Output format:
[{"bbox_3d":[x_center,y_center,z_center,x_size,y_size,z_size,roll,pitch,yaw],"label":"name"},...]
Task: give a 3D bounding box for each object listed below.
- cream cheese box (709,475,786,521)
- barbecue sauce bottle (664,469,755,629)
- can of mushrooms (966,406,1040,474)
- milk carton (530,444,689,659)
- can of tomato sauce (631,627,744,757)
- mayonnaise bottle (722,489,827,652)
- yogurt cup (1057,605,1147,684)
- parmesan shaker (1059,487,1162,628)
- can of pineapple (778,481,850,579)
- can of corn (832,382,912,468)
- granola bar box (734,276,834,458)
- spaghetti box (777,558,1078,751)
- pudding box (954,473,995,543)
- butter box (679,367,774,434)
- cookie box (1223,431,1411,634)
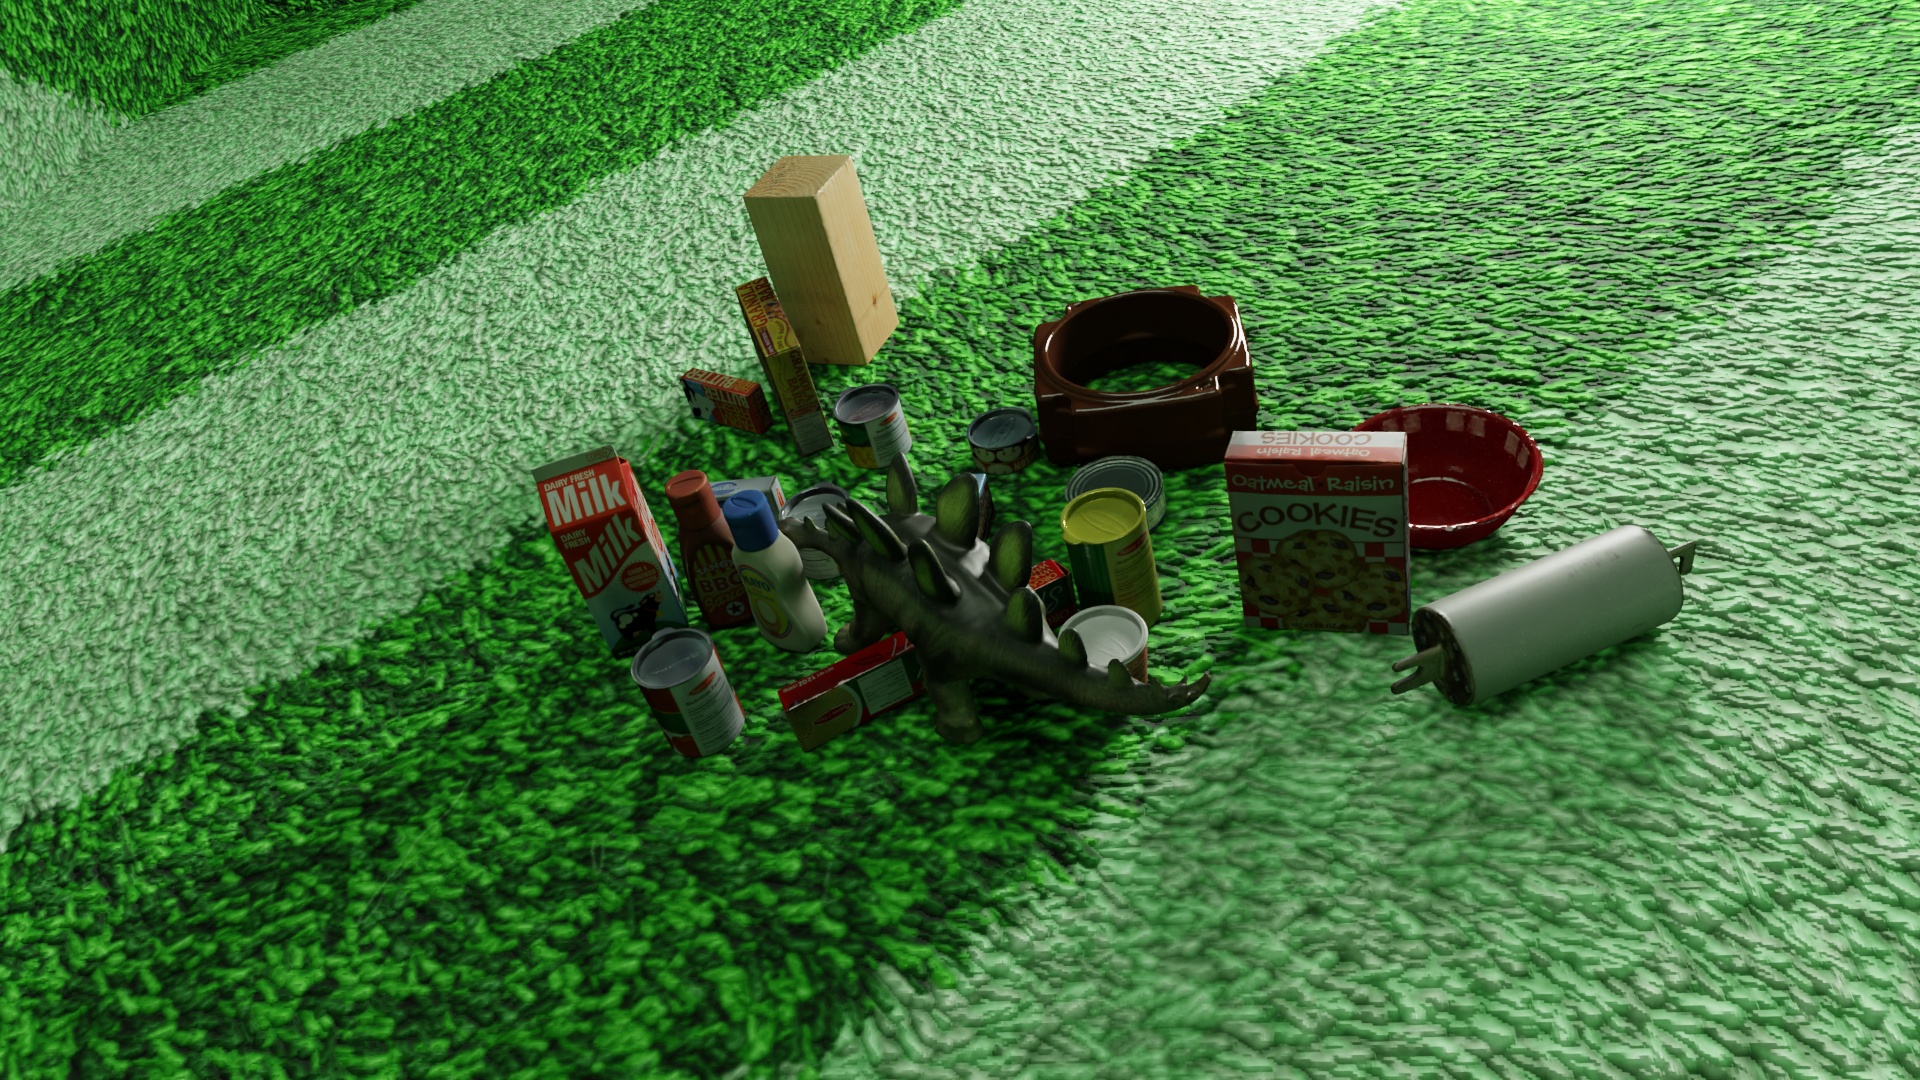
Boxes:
[{"bbox_3d":[-0.216,-0.030,1.308,0.104,0.053,0.024,-5,40,13],"label":"cream cheese box"},{"bbox_3d":[-0.210,0.008,1.185,0.065,0.147,0.044,-16,38,-1],"label":"barbecue sauce bottle"},{"bbox_3d":[0.043,-0.094,1.315,0.071,0.033,0.071,-9,39,8],"label":"can of mushrooms"},{"bbox_3d":[-0.297,0.003,1.186,0.072,0.189,0.074,-19,38,-4],"label":"milk carton"},{"bbox_3d":[-0.216,0.120,1.102,0.071,0.082,0.071,-10,39,8],"label":"can of tomato sauce"},{"bbox_3d":[-0.157,0.025,1.145,0.065,0.147,0.041,16,48,34],"label":"mayonnaise bottle"},{"bbox_3d":[0.111,0.090,1.051,0.072,0.053,0.073,-10,39,8],"label":"yogurt cup"},{"bbox_3d":[0.117,0.020,1.095,0.071,0.102,0.072,-10,39,8],"label":"parmesan shaker"},{"bbox_3d":[-0.122,-0.009,1.247,0.071,0.057,0.071,-10,39,8],"label":"can of pineapple"},{"bbox_3d":[-0.087,-0.113,1.362,0.071,0.058,0.071,-10,39,8],"label":"can of corn"},{"bbox_3d":[-0.182,-0.179,1.422,0.039,0.123,0.166,-21,39,-6],"label":"granola bar box"},{"bbox_3d":[-0.022,0.089,1.101,0.251,0.050,0.029,-26,39,-12],"label":"spaghetti box"},{"bbox_3d":[0.004,-0.015,1.219,0.030,0.049,0.084,-1,41,18],"label":"pudding box"},{"bbox_3d":[-0.246,-0.147,1.462,0.103,0.053,0.024,16,48,34],"label":"butter box"},{"bbox_3d":[0.265,-0.004,1.022,0.123,0.166,0.040,2,42,21],"label":"cookie box"}]
